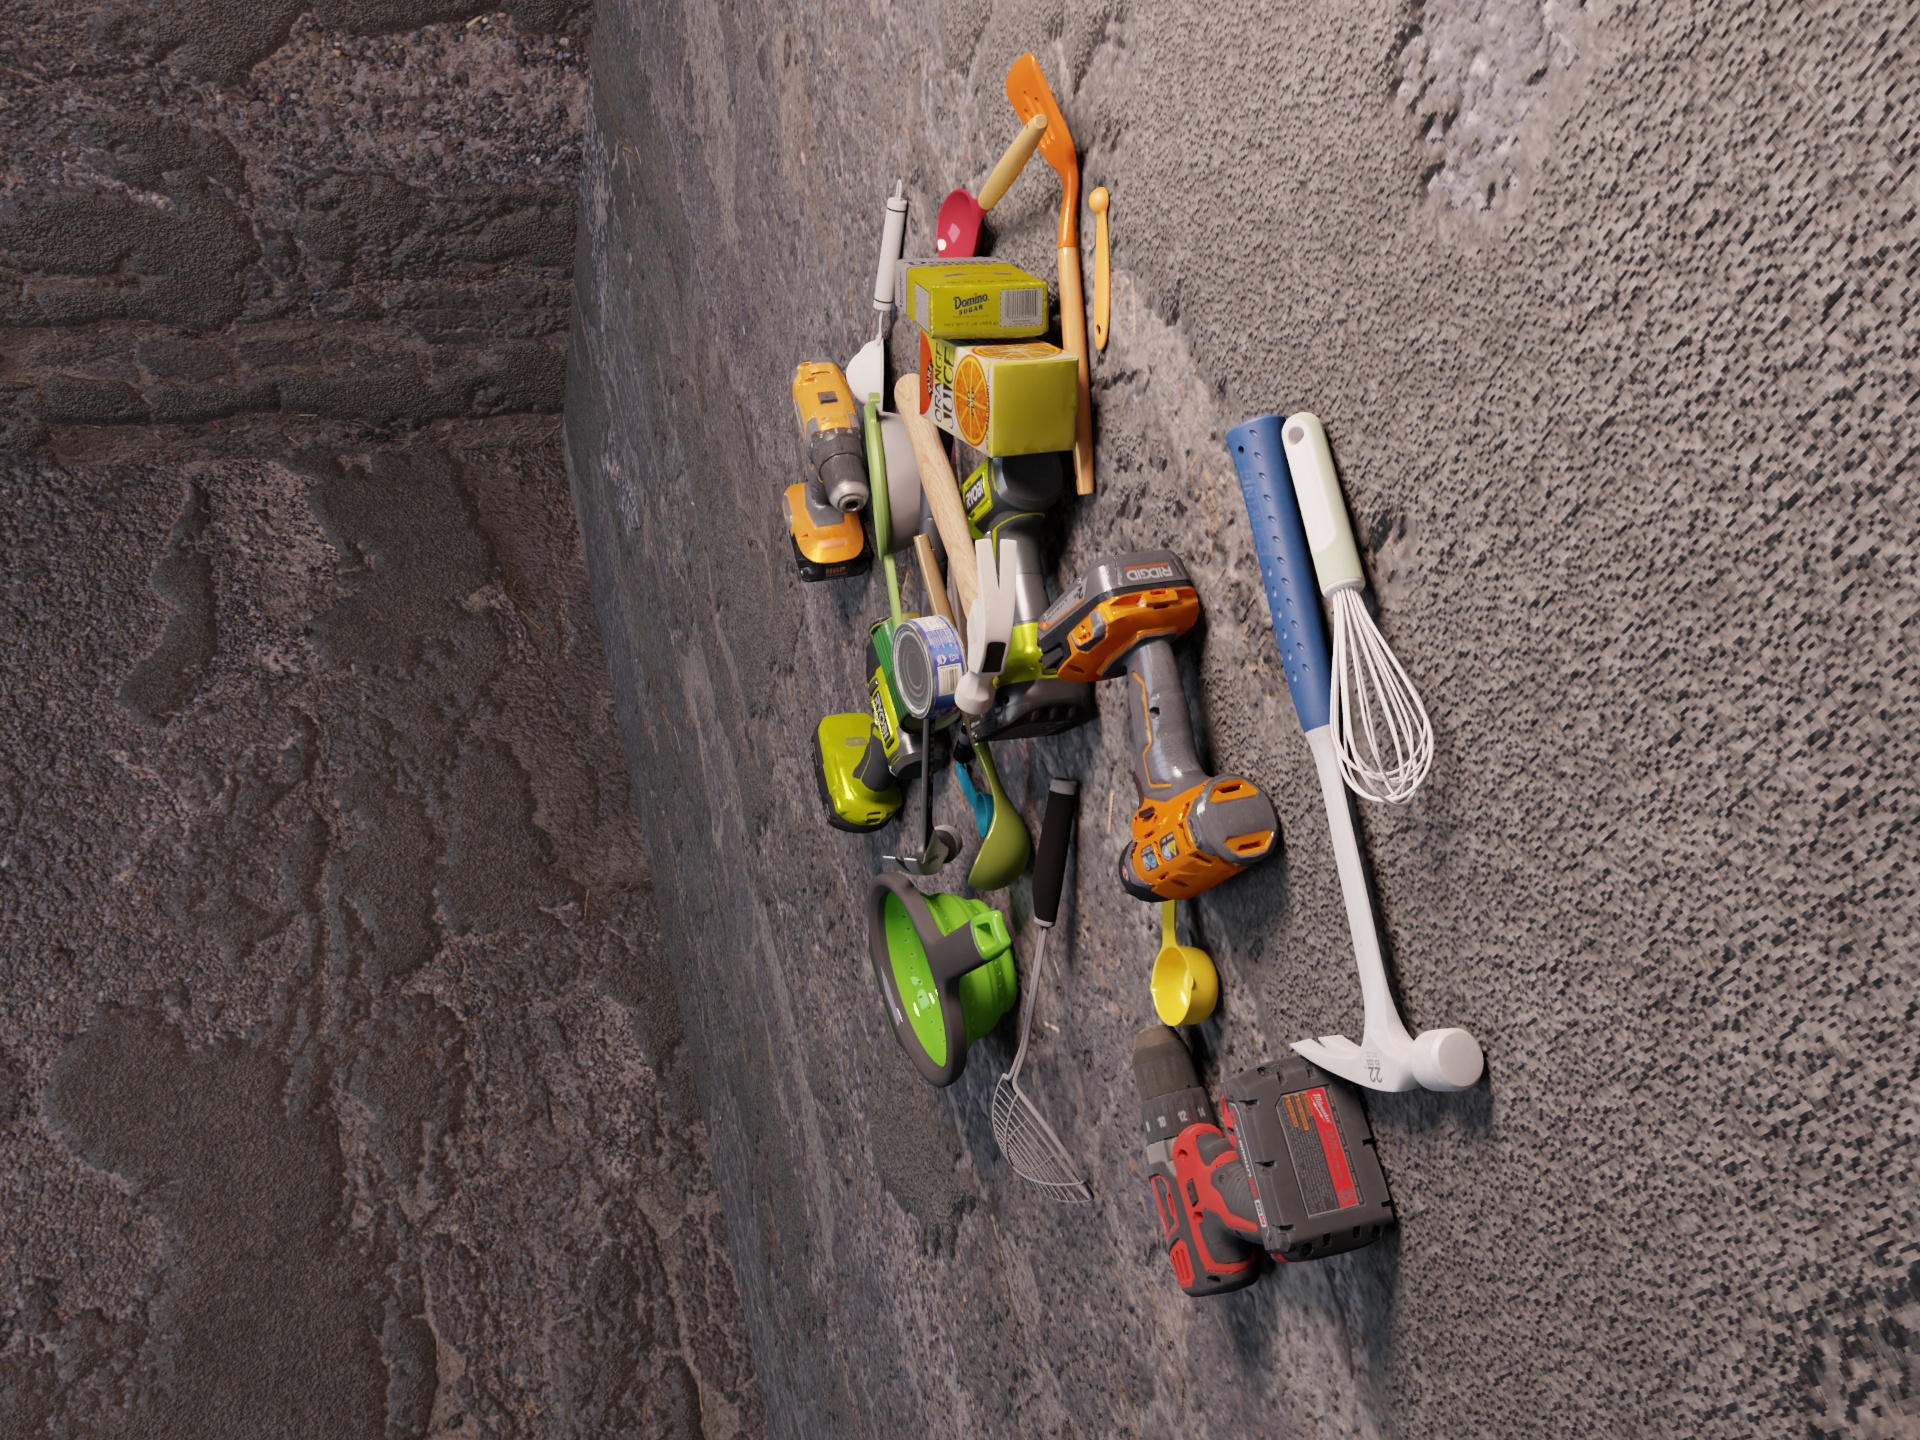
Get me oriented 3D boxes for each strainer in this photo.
[{"bbox_3d":[-0.044,-0.176,1.500,0.151,0.069,0.256,110,152,-82],"label":"strainer"},{"bbox_3d":[-0.081,-0.410,1.590,0.087,0.050,0.258,-103,20,-58],"label":"strainer"}]

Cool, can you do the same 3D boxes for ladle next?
[{"bbox_3d":[-0.002,-0.004,1.390,0.078,0.062,0.320,-40,-65,-70],"label":"ladle"},{"bbox_3d":[0.025,-0.422,1.264,0.315,0.031,0.069,-174,76,-78],"label":"ladle"}]

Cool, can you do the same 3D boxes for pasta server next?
[{"bbox_3d":[-0.001,-0.209,1.462,0.060,0.040,0.316,-153,56,-65],"label":"pasta server"}]

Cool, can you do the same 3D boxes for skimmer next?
[{"bbox_3d":[0.089,0.229,1.345,0.127,0.090,0.363,-150,67,-70],"label":"skimmer"}]

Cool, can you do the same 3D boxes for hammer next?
[{"bbox_3d":[-0.029,-0.058,1.432,0.149,0.036,0.409,-26,-61,-73],"label":"hammer"},{"bbox_3d":[0.214,0.017,0.953,0.144,0.035,0.406,147,115,-66],"label":"hammer"},{"bbox_3d":[-0.009,-0.170,1.287,0.130,0.031,0.332,107,155,-46],"label":"hammer"}]

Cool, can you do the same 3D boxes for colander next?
[{"bbox_3d":[0.012,0.209,1.416,0.397,0.094,0.205,132,121,-68],"label":"colander"}]

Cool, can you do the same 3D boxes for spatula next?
[{"bbox_3d":[0.074,-0.333,1.207,0.081,0.041,0.322,-157,61,-77],"label":"spatula"}]

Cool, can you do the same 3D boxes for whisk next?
[{"bbox_3d":[0.219,-0.068,0.903,0.058,0.059,0.246,-30,61,43],"label":"whisk"}]

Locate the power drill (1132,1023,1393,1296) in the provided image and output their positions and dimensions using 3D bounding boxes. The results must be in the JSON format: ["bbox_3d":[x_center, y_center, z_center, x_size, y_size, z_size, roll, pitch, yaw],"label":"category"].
[{"bbox_3d":[0.182,0.280,1.061,0.226,0.080,0.188,123,137,-63],"label":"power drill"}]

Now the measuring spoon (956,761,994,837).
[{"bbox_3d":[0.019,0.068,1.506,0.129,0.021,0.042,-117,27,-62],"label":"measuring spoon"}]

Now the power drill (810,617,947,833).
[{"bbox_3d":[-0.088,0.010,1.679,0.223,0.080,0.171,126,134,-55],"label":"power drill"}]

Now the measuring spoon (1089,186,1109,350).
[{"bbox_3d":[0.101,-0.334,1.177,0.021,0.011,0.117,-151,58,-65],"label":"measuring spoon"}]

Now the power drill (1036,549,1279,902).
[{"bbox_3d":[0.128,0.014,1.109,0.164,0.084,0.227,-46,57,59],"label":"power drill"}]

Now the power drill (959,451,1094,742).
[{"bbox_3d":[0.040,-0.102,1.315,0.190,0.080,0.228,149,115,-72],"label":"power drill"}]

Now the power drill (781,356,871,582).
[{"bbox_3d":[-0.135,-0.240,1.673,0.226,0.084,0.186,99,158,-54],"label":"power drill"}]

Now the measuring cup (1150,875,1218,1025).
[{"bbox_3d":[0.162,0.142,1.150,0.062,0.029,0.157,147,127,-64],"label":"measuring cup"}]
